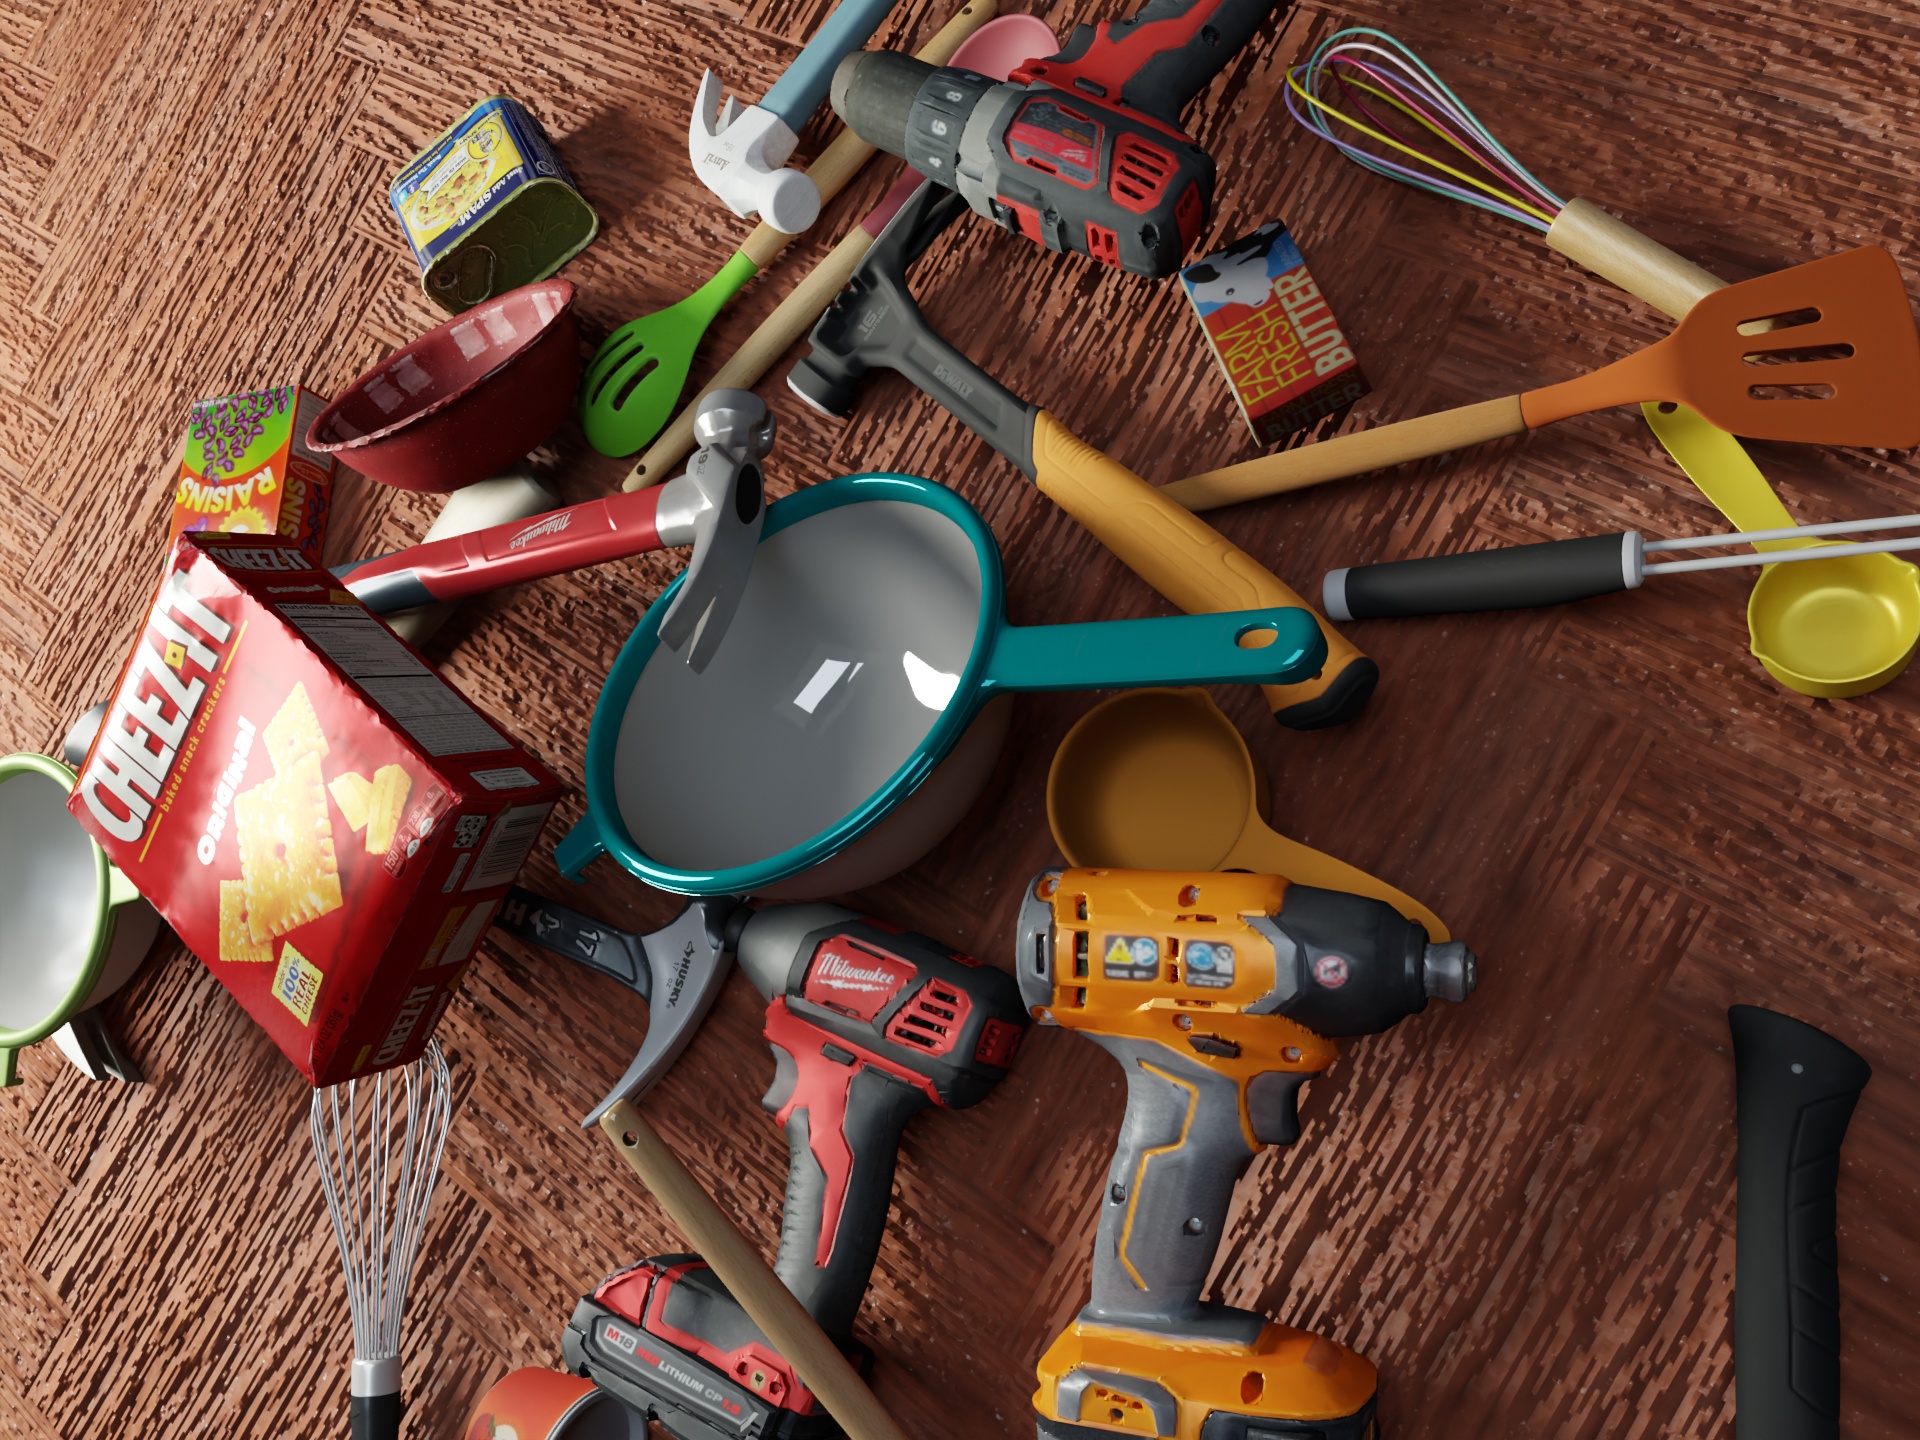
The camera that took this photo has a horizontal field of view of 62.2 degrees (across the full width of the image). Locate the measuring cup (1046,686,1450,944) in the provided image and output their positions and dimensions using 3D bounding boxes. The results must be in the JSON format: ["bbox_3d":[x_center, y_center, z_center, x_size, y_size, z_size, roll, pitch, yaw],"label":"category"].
[{"bbox_3d":[0.119,0.052,0.647,0.174,0.052,0.095,27,89,24],"label":"measuring cup"}]

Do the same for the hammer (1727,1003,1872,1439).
[{"bbox_3d":[0.271,0.265,0.533,0.146,0.035,0.335,1,77,23],"label":"hammer"}]

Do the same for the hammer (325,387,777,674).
[{"bbox_3d":[-0.268,-0.061,0.791,0.386,0.038,0.143,-9,54,26],"label":"hammer"}]

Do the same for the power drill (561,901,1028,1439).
[{"bbox_3d":[-0.074,0.188,0.682,0.143,0.078,0.220,20,82,25],"label":"power drill"}]

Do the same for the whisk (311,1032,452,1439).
[{"bbox_3d":[-0.278,0.278,0.759,0.070,0.070,0.285,-6,79,22],"label":"whisk"}]

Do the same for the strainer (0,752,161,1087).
[{"bbox_3d":[-0.505,0.060,0.860,0.257,0.069,0.151,46,104,24],"label":"strainer"}]

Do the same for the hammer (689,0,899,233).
[{"bbox_3d":[-0.024,-0.400,0.826,0.331,0.033,0.128,-52,47,-1],"label":"hammer"}]

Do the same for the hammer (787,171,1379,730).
[{"bbox_3d":[0.056,-0.116,0.707,0.337,0.034,0.127,45,105,30],"label":"hammer"}]

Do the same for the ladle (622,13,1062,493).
[{"bbox_3d":[-0.064,-0.229,0.813,0.315,0.031,0.069,-45,68,9],"label":"ladle"}]

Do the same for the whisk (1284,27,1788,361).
[{"bbox_3d":[0.239,-0.225,0.675,0.245,0.047,0.051,41,106,22],"label":"whisk"}]

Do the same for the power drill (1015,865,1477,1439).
[{"bbox_3d":[0.104,0.169,0.582,0.164,0.084,0.226,-1,89,23],"label":"power drill"}]

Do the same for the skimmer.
[{"bbox_3d":[0.292,-0.082,0.552,0.363,0.090,0.127,-4,52,34],"label":"skimmer"}]

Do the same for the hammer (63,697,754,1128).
[{"bbox_3d":[-0.298,0.070,0.806,0.409,0.036,0.149,18,86,19],"label":"hammer"}]

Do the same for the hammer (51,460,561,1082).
[{"bbox_3d":[-0.366,0.018,0.874,0.410,0.038,0.146,-44,66,7],"label":"hammer"}]

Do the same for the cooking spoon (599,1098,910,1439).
[{"bbox_3d":[-0.033,0.271,0.606,0.069,0.017,0.319,-40,87,-5],"label":"cooking spoon"}]

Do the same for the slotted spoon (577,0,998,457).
[{"bbox_3d":[-0.094,-0.263,0.836,0.314,0.031,0.070,-45,61,5],"label":"slotted spoon"}]

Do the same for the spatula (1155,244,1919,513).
[{"bbox_3d":[0.209,-0.118,0.655,0.322,0.041,0.081,-10,78,30],"label":"spatula"}]

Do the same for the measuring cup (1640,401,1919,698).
[{"bbox_3d":[0.310,-0.074,0.616,0.062,0.029,0.157,-30,55,15],"label":"measuring cup"}]

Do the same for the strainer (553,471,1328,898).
[{"bbox_3d":[-0.001,-0.002,0.665,0.340,0.095,0.211,-2,56,33],"label":"strainer"}]

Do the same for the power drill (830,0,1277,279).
[{"bbox_3d":[0.064,-0.327,0.730,0.188,0.080,0.227,28,83,18],"label":"power drill"}]
